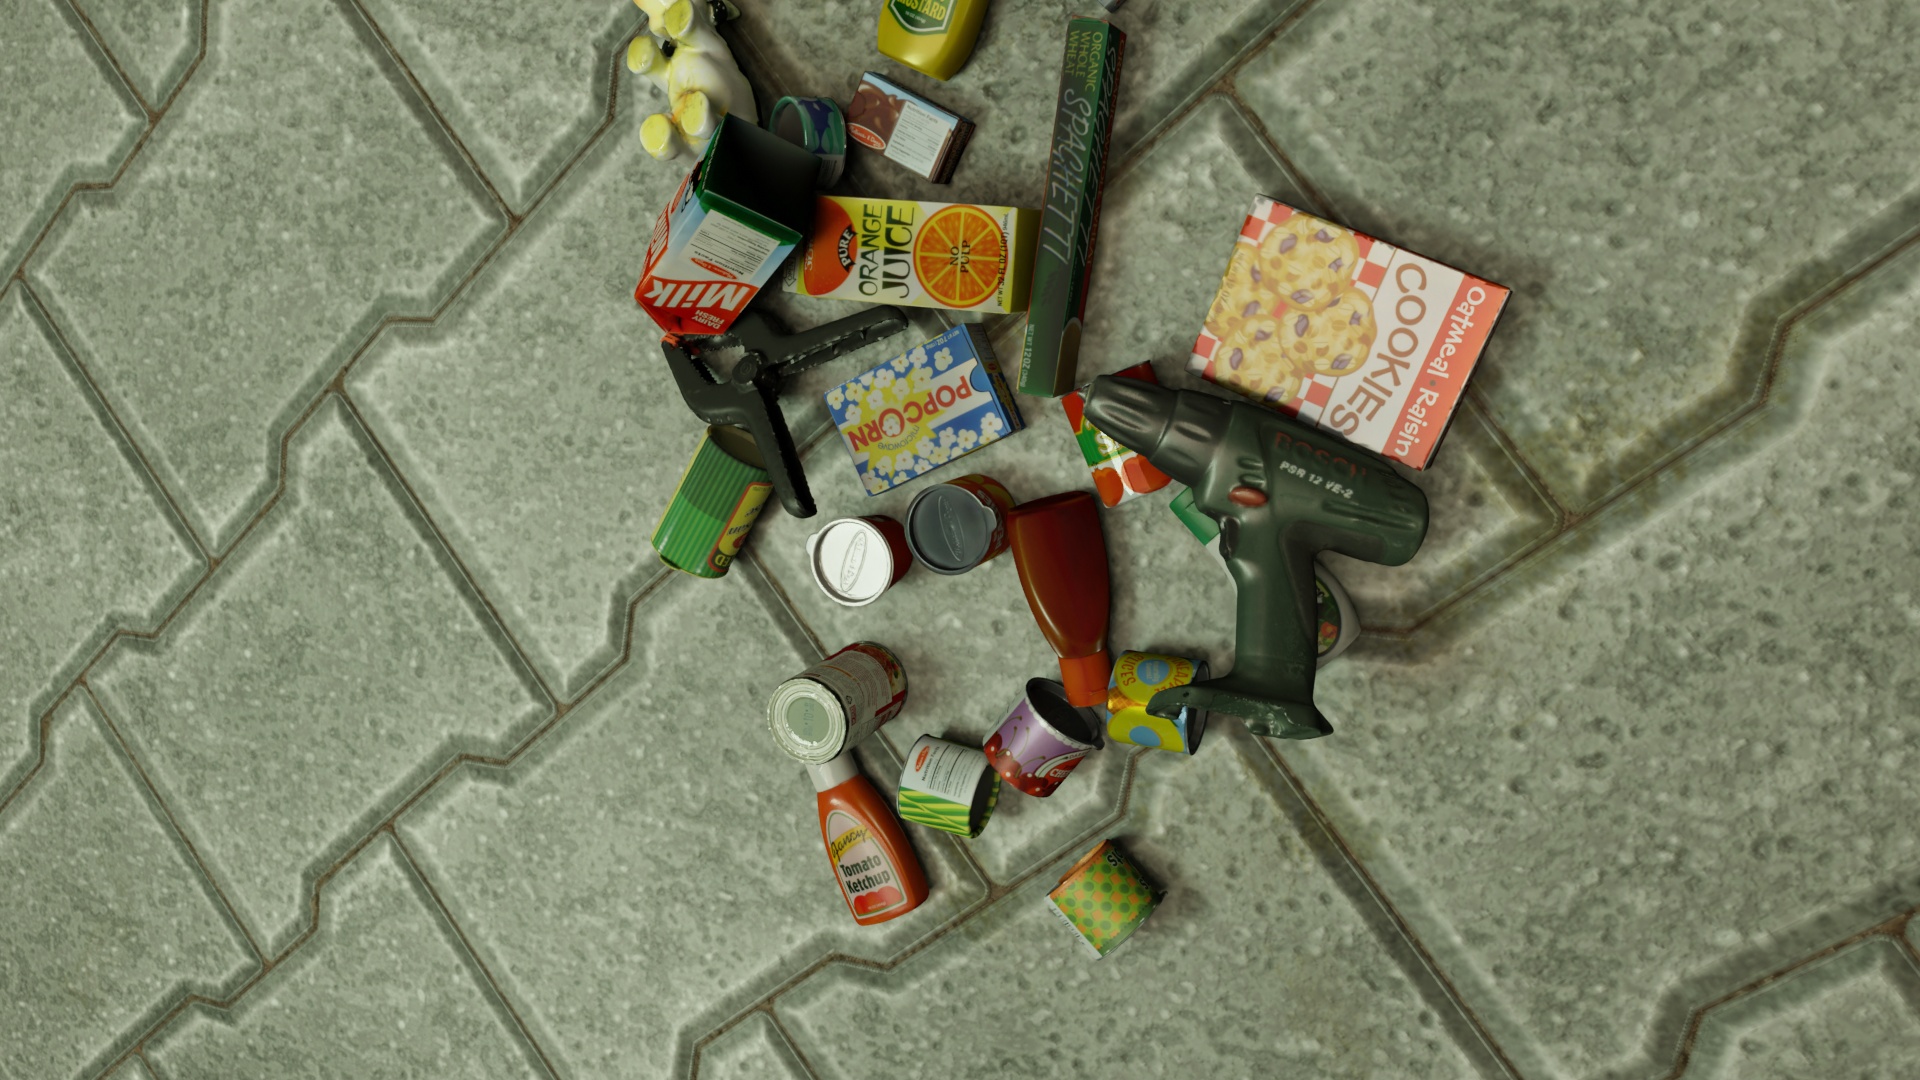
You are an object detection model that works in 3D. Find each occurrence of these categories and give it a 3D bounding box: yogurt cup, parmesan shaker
[{"bbox_3d":[-0.071,0.012,1.038,0.072,0.054,0.072,4,102,22],"label":"yogurt cup"},{"bbox_3d":[-0.188,-0.030,1.070,0.071,0.071,0.102,36,111,13],"label":"parmesan shaker"}]

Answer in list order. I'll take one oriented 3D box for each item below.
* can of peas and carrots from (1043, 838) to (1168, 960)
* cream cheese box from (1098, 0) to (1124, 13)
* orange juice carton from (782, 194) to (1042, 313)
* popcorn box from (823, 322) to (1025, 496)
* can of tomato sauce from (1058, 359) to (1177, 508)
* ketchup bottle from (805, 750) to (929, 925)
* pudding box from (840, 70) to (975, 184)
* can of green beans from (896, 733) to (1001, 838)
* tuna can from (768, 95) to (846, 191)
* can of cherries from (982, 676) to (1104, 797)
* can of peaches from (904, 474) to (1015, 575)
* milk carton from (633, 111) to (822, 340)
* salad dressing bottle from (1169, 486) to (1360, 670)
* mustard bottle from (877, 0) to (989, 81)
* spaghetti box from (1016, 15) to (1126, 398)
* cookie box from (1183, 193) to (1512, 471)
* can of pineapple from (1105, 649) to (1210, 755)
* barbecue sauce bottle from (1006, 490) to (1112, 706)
[{"bbox_3d":[0.105,0.257,1.005,0.059,0.071,0.070,47,113,9],"label":"can of peas and carrots"},{"bbox_3d":[0.086,-0.406,0.913,0.053,0.024,0.104,-39,84,22],"label":"cream cheese box"},{"bbox_3d":[-0.039,-0.203,0.975,0.193,0.073,0.071,9,103,21],"label":"orange juice carton"},{"bbox_3d":[-0.027,-0.094,1.009,0.126,0.038,0.085,-23,89,25],"label":"popcorn box"},{"bbox_3d":[0.113,-0.071,0.938,0.071,0.071,0.083,-22,91,25],"label":"can of tomato sauce"},{"bbox_3d":[-0.081,0.223,1.087,0.064,0.044,0.148,-24,89,25],"label":"ketchup bottle"},{"bbox_3d":[-0.038,-0.292,0.982,0.084,0.030,0.049,31,111,15],"label":"pudding box"},{"bbox_3d":[-0.008,0.183,1.037,0.058,0.071,0.071,13,105,20],"label":"can of green beans"},{"bbox_3d":[-0.111,-0.287,0.996,0.071,0.033,0.071,18,111,56],"label":"tuna can"},{"bbox_3d":[0.060,0.144,1.000,0.071,0.072,0.058,41,113,11],"label":"can of cherries"},{"bbox_3d":[0.004,-0.013,1.001,0.071,0.058,0.071,4,101,22],"label":"can of peaches"},{"bbox_3d":[-0.176,-0.213,0.995,0.189,0.073,0.072,-34,41,53],"label":"milk carton"},{"bbox_3d":[0.202,0.019,0.931,0.064,0.044,0.148,-44,82,16],"label":"salad dressing bottle"},{"bbox_3d":[-0.004,-0.397,0.938,0.065,0.049,0.159,28,109,14],"label":"mustard bottle"},{"bbox_3d":[0.074,-0.221,0.937,0.029,0.050,0.249,12,104,18],"label":"spaghetti box"},{"bbox_3d":[0.246,-0.134,0.888,0.167,0.040,0.122,26,109,17],"label":"cookie box"},{"bbox_3d":[0.137,0.110,0.962,0.058,0.071,0.071,7,102,22],"label":"can of pineapple"},{"bbox_3d":[0.078,0.043,0.983,0.065,0.044,0.148,-16,100,-11],"label":"barbecue sauce bottle"}]
